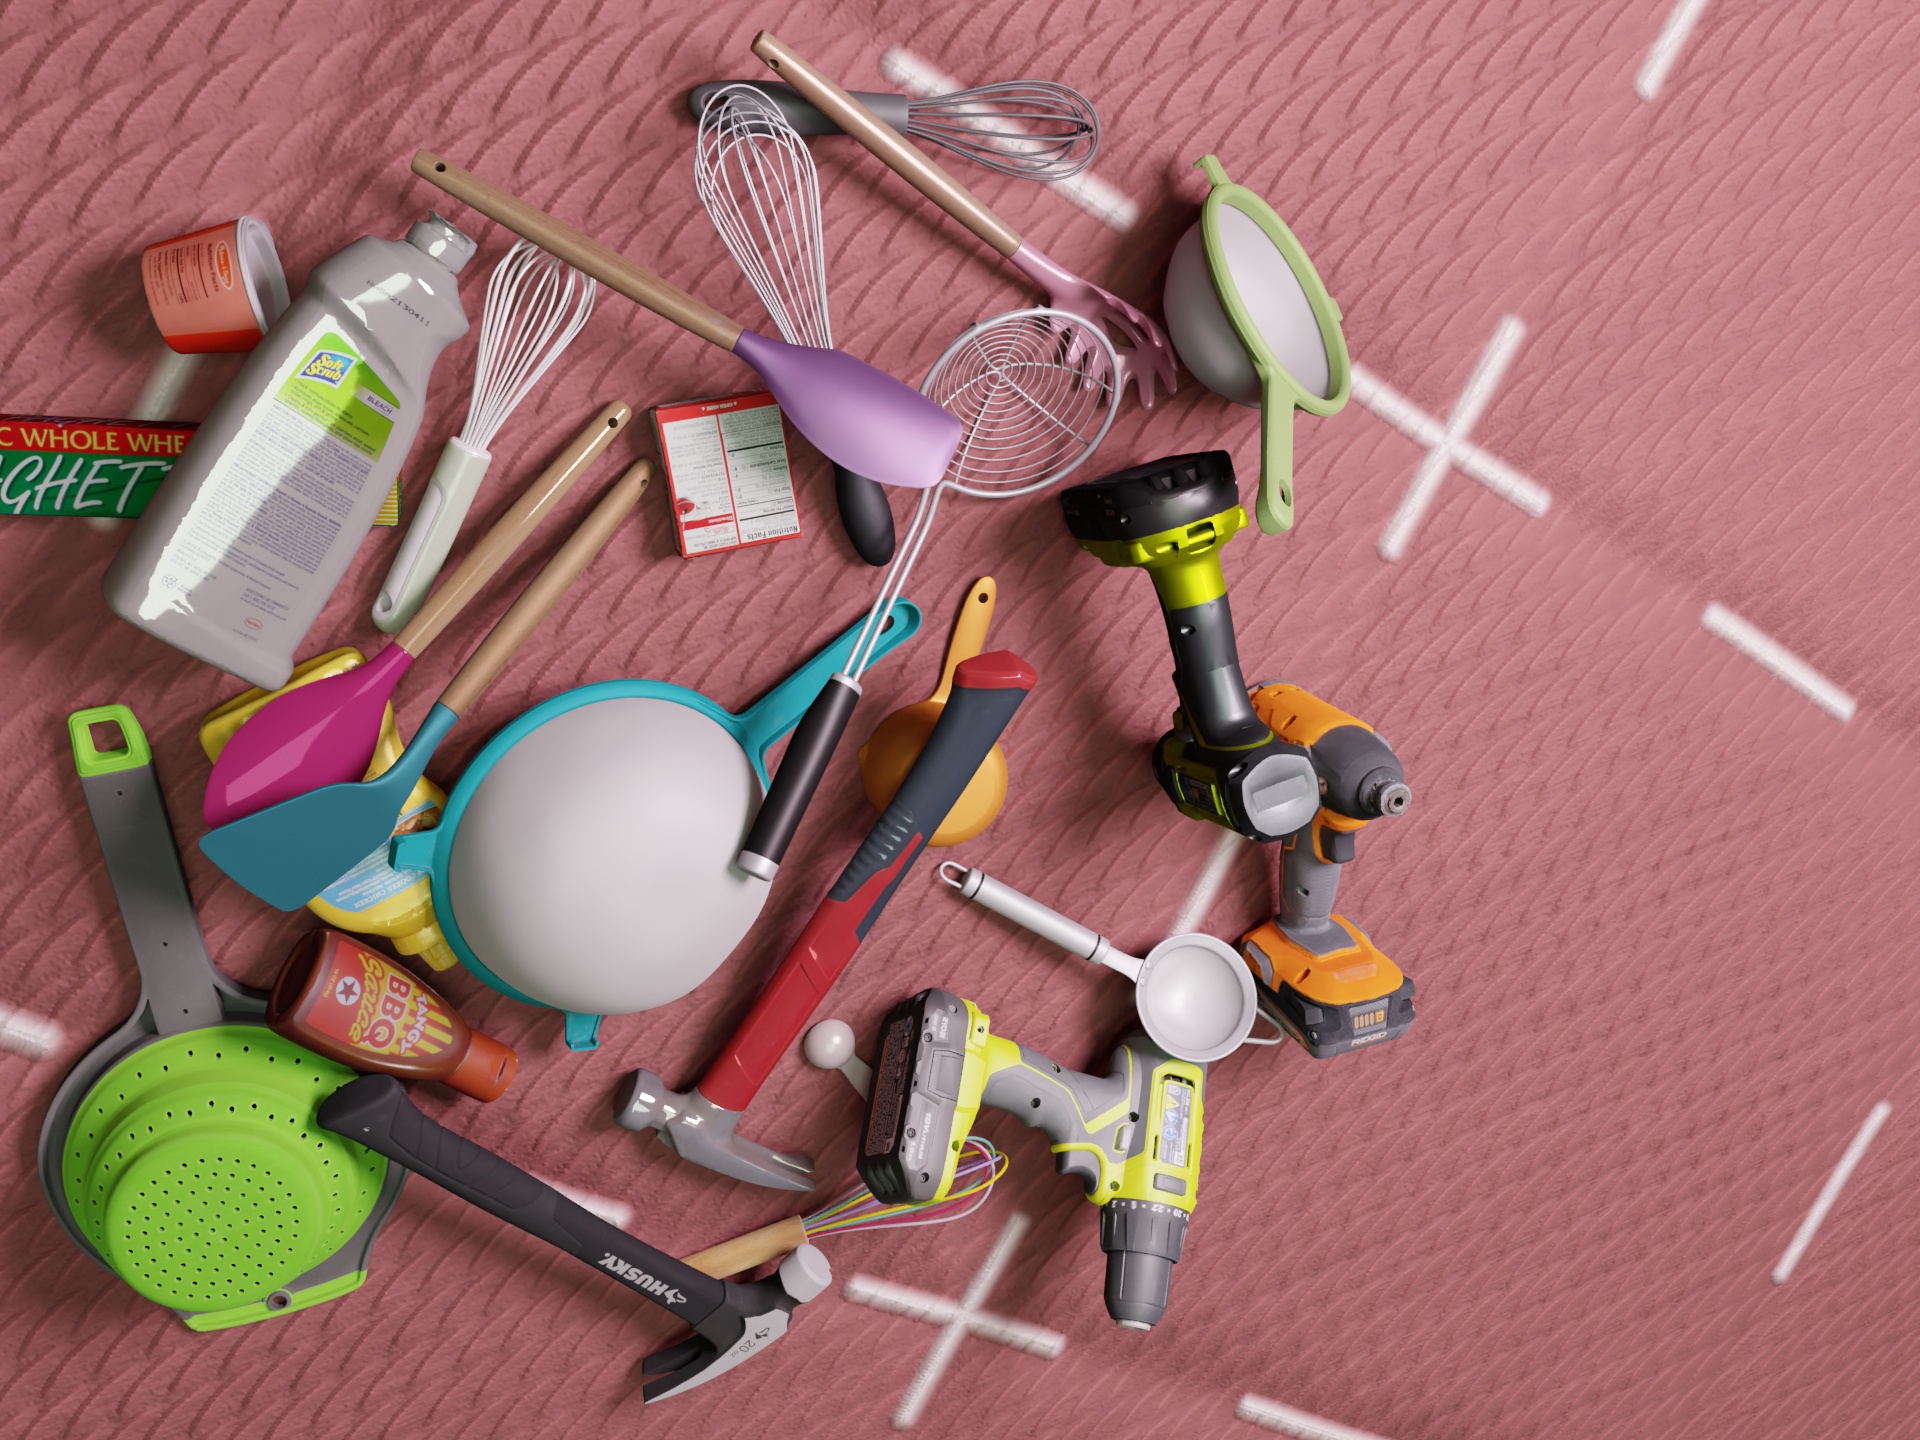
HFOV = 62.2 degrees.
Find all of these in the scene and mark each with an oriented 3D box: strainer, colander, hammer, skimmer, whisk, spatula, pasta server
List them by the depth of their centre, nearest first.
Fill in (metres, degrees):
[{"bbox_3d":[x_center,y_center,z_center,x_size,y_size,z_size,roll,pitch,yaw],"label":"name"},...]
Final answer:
[{"bbox_3d":[-0.142,-0.213,0.844,0.315,0.018,0.060,28,78,-13],"label":"spatula"},{"bbox_3d":[-0.272,-0.030,0.869,0.317,0.044,0.082,-55,149,-21],"label":"spatula"},{"bbox_3d":[-0.266,-0.157,0.873,0.059,0.058,0.246,14,107,-55],"label":"whisk"},{"bbox_3d":[-0.432,0.189,0.887,0.204,0.095,0.397,-12,108,-14],"label":"colander"},{"bbox_3d":[-0.034,-0.339,0.899,0.239,0.055,0.055,0,105,-13],"label":"whisk"},{"bbox_3d":[-0.084,-0.214,0.903,0.070,0.070,0.284,-24,119,-10],"label":"whisk"},{"bbox_3d":[-0.021,-0.070,0.906,0.127,0.090,0.363,38,71,-44],"label":"skimmer"},{"bbox_3d":[0.009,-0.281,0.906,0.316,0.060,0.040,31,54,-30],"label":"pasta server"},{"bbox_3d":[-0.137,0.049,0.922,0.340,0.095,0.210,-40,127,-12],"label":"strainer"},{"bbox_3d":[0.163,-0.197,0.928,0.069,0.257,0.151,-24,134,36],"label":"strainer"},{"bbox_3d":[-0.244,0.312,0.971,0.146,0.035,0.334,-42,120,11],"label":"hammer"},{"bbox_3d":[-0.058,0.127,0.979,0.143,0.038,0.386,29,106,-21],"label":"hammer"},{"bbox_3d":[-0.084,0.333,1.063,0.245,0.047,0.051,-18,132,-8],"label":"whisk"},{"bbox_3d":[0.098,0.156,1.064,0.258,0.050,0.087,29,69,-10],"label":"strainer"}]

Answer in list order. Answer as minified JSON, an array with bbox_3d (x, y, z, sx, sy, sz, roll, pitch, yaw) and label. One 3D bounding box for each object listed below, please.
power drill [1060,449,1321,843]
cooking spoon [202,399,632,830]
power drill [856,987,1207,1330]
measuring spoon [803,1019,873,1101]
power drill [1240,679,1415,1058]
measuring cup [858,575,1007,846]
[{"bbox_3d":[0.137,-0.045,0.974,0.080,0.171,0.223,-19,101,-12],"label":"power drill"},{"bbox_3d":[-0.287,-0.058,0.868,0.068,0.017,0.319,46,74,-29],"label":"cooking spoon"},{"bbox_3d":[0.054,0.282,1.040,0.228,0.080,0.191,19,64,-19],"label":"power drill"},{"bbox_3d":[-0.058,0.247,1.062,0.034,0.018,0.124,-41,113,-3],"label":"measuring spoon"},{"bbox_3d":[0.243,0.101,1.041,0.084,0.164,0.226,-12,110,-15],"label":"power drill"},{"bbox_3d":[-0.002,-0.003,0.993,0.095,0.052,0.173,13,102,-20],"label":"measuring cup"}]
